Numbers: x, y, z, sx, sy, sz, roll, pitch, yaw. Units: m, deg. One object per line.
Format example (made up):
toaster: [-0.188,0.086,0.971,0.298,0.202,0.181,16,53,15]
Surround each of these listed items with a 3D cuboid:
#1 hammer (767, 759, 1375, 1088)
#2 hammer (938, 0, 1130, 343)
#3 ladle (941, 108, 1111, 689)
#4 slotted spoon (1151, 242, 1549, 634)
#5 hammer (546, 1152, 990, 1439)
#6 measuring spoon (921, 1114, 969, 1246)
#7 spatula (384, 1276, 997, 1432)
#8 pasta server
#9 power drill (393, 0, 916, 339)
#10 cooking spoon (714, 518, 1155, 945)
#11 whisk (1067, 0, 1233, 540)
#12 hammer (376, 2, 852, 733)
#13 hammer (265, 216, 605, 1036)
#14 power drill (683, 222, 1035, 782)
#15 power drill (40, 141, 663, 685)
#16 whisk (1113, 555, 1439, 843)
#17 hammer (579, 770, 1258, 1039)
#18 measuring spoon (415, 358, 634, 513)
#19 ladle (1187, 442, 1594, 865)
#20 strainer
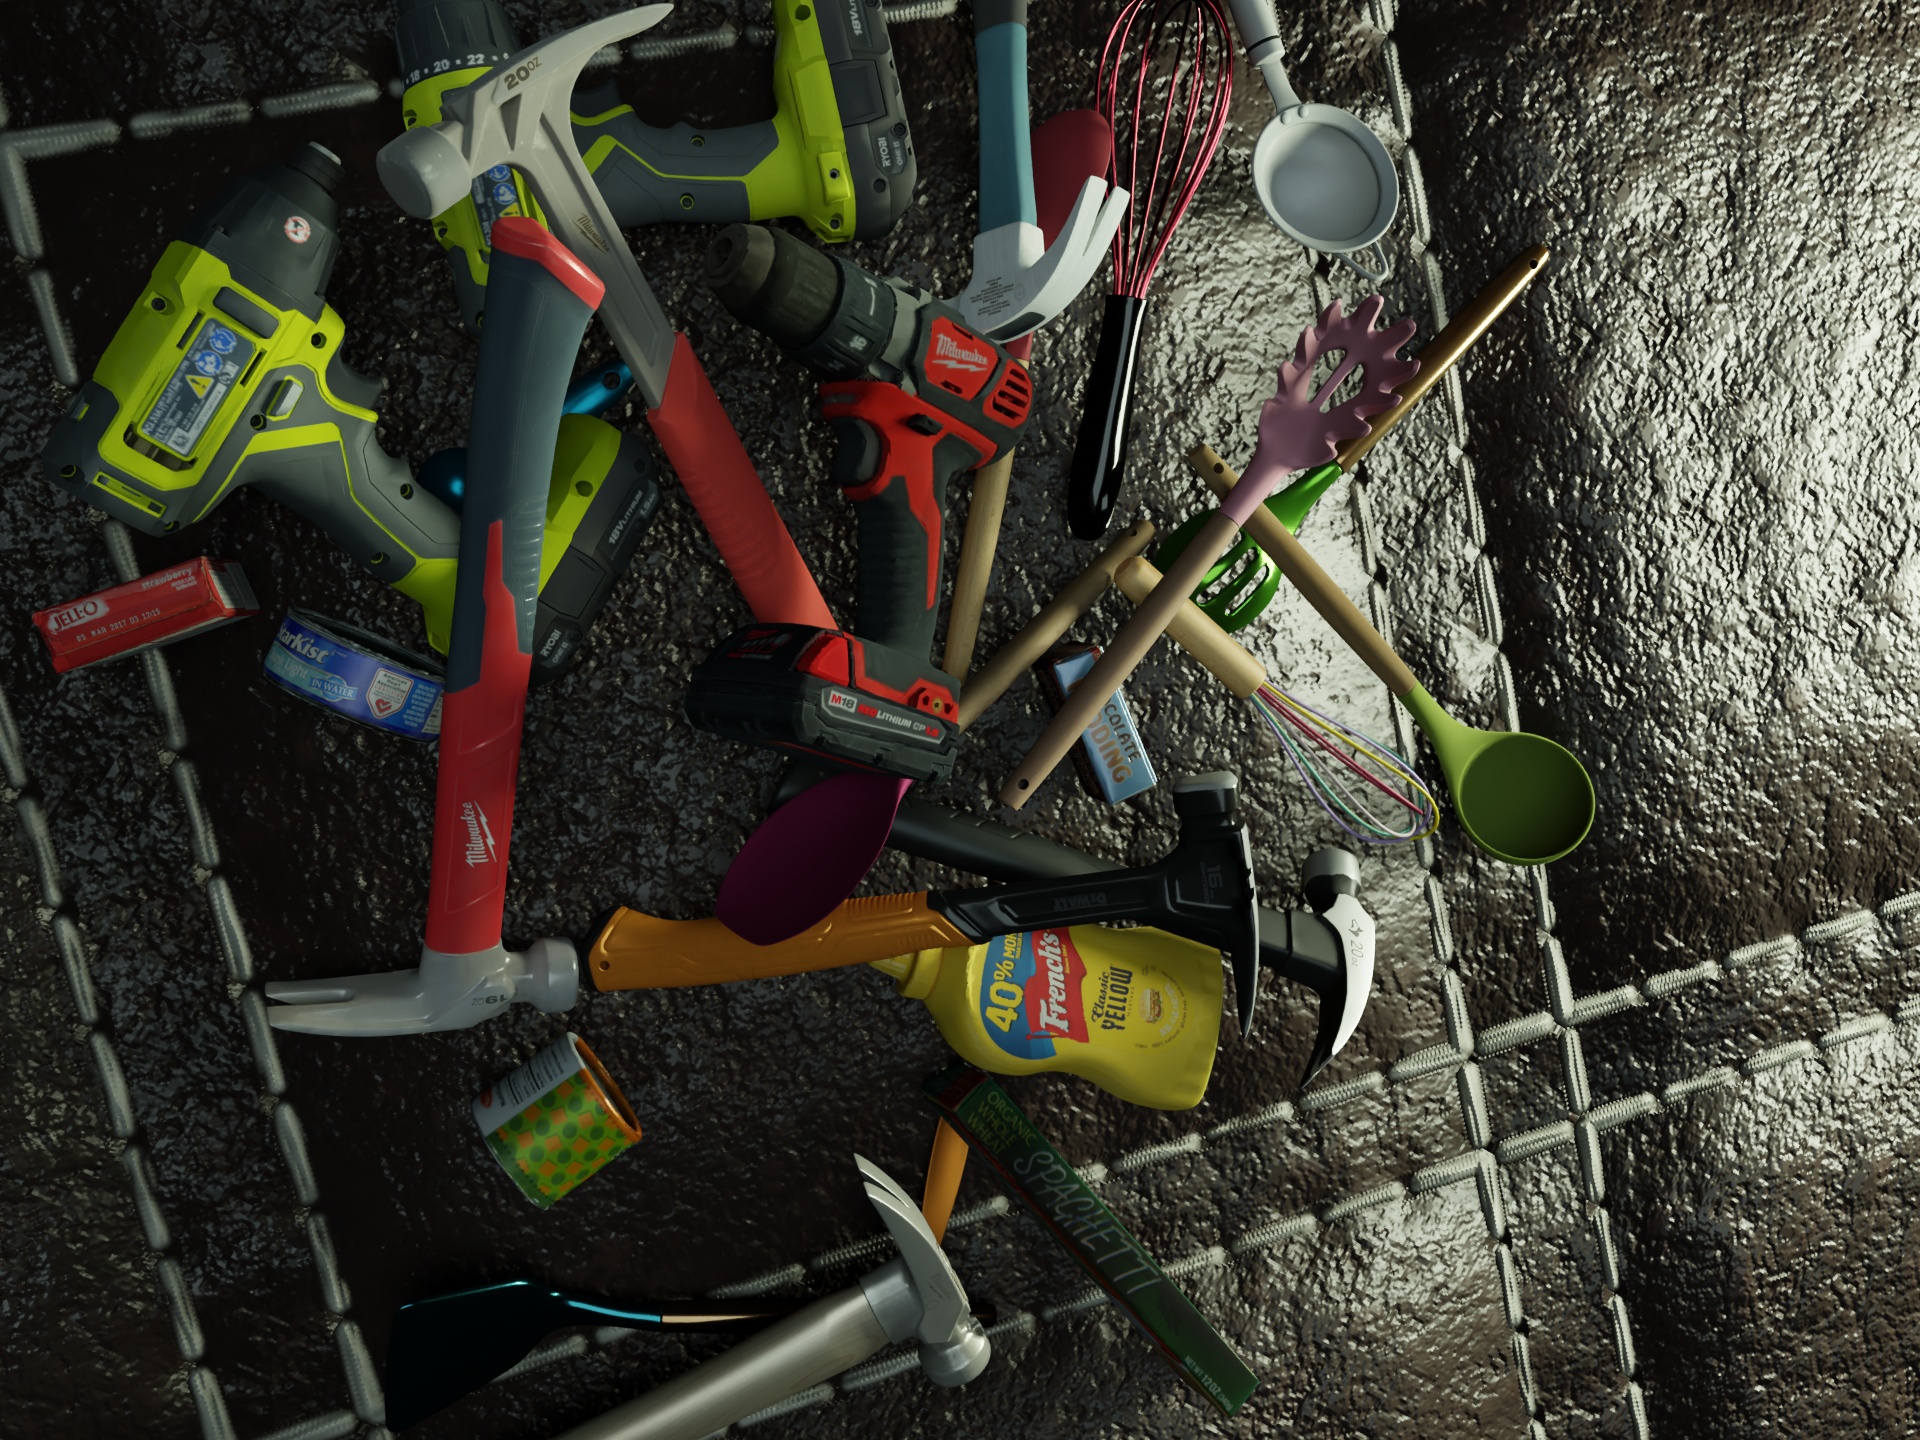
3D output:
hammer: [0.062,0.087,0.836,0.334,0.146,0.035,18,134,-8]
hammer: [0.018,-0.357,0.796,0.033,0.128,0.331,1,86,-51]
ladle: [0.023,-0.163,0.831,0.031,0.069,0.315,5,100,-40]
slotted spoon: [0.224,-0.162,0.892,0.314,0.031,0.070,-45,108,-9]
hammer: [-0.192,0.363,0.796,0.410,0.038,0.146,-26,118,-6]
measuring spoon: [-0.012,0.256,0.873,0.021,0.011,0.117,14,87,-20]
spatula: [-0.130,0.320,0.829,0.317,0.044,0.082,5,112,-16]
pasta server: [0.120,-0.082,0.809,0.060,0.040,0.316,38,88,0]
power drill: [-0.150,-0.297,0.762,0.228,0.080,0.190,-14,99,-10]
cooking spoon: [-0.001,-0.003,0.809,0.319,0.069,0.017,-45,141,-23]
whisk: [0.091,-0.241,0.837,0.073,0.073,0.296,7,98,-15]
hammer: [-0.114,-0.133,0.741,0.149,0.037,0.358,-47,127,-29]
hammer: [-0.221,-0.023,0.691,0.143,0.038,0.386,-1,120,-27]
power drill: [-0.057,-0.098,0.728,0.187,0.080,0.227,20,79,-47]
power drill: [-0.250,-0.125,0.700,0.223,0.080,0.171,34,84,-41]
whisk: [0.178,-0.009,0.872,0.244,0.047,0.051,39,82,-19]
hammer: [-0.023,0.108,0.786,0.337,0.034,0.127,-7,98,8]
measuring spoon: [-0.212,-0.140,0.784,0.128,0.021,0.042,-38,102,-8]
ladle: [0.236,-0.036,0.871,0.320,0.062,0.078,44,76,-19]
strainer: [0.168,-0.351,0.856,0.087,0.050,0.258,-23,94,-17]
